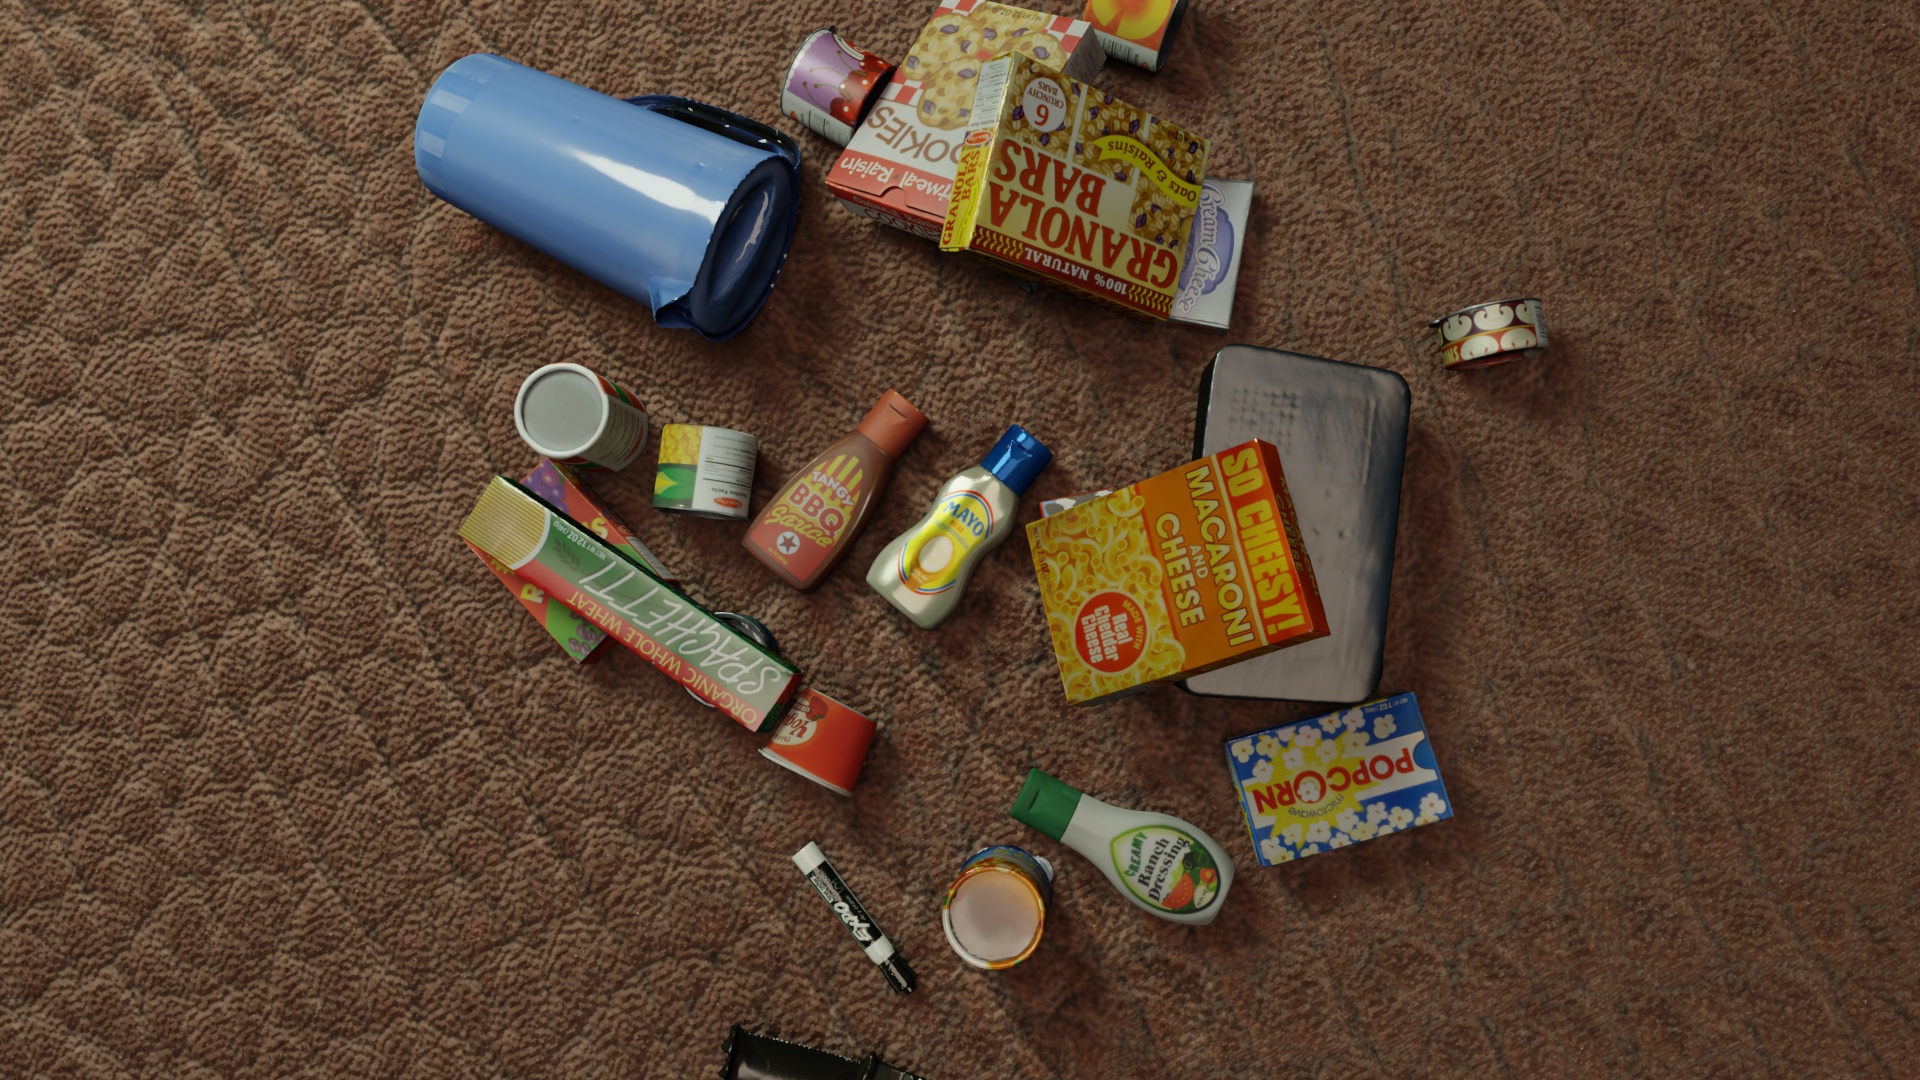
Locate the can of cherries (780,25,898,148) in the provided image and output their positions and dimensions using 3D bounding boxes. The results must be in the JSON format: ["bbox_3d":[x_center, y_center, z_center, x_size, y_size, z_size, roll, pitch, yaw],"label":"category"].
[{"bbox_3d":[-0.082,-0.315,0.967,0.058,0.071,0.071,30,89,7],"label":"can of cherries"}]

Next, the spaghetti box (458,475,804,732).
[{"bbox_3d":[-0.221,0.042,0.932,0.250,0.028,0.050,33,90,7],"label":"spaghetti box"}]

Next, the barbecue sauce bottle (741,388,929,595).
[{"bbox_3d":[-0.081,-0.037,0.956,0.065,0.043,0.148,39,90,8],"label":"barbecue sauce bottle"}]

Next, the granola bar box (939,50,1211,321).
[{"bbox_3d":[0.077,-0.222,0.892,0.166,0.039,0.124,13,91,-32],"label":"granola bar box"}]

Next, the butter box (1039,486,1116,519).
[{"bbox_3d":[0.089,0.019,0.944,0.053,0.024,0.103,-11,84,5],"label":"butter box"}]

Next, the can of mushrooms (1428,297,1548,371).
[{"bbox_3d":[0.346,-0.134,0.911,0.071,0.071,0.033,-10,86,5],"label":"can of mushrooms"}]

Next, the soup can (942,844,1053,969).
[{"bbox_3d":[0.027,0.235,0.903,0.071,0.083,0.071,0,85,6],"label":"soup can"}]

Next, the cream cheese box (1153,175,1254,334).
[{"bbox_3d":[0.166,-0.197,0.954,0.053,0.024,0.104,10,86,6],"label":"cream cheese box"}]

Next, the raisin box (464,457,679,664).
[{"bbox_3d":[-0.272,0.014,0.974,0.086,0.040,0.123,-45,84,2],"label":"raisin box"}]

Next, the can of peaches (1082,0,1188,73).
[{"bbox_3d":[0.121,-0.364,0.951,0.058,0.071,0.071,22,88,8],"label":"can of peaches"}]

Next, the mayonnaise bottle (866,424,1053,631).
[{"bbox_3d":[0.003,-0.012,0.947,0.065,0.041,0.148,39,91,9],"label":"mayonnaise bottle"}]

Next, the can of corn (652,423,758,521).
[{"bbox_3d":[-0.177,-0.046,0.957,0.071,0.071,0.058,6,86,6],"label":"can of corn"}]

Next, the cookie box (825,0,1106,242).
[{"bbox_3d":[0.002,-0.283,0.935,0.123,0.040,0.167,25,79,31],"label":"cookie box"}]

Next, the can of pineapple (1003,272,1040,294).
[{"bbox_3d":[0.048,-0.211,0.945,0.058,0.071,0.071,-44,83,1],"label":"can of pineapple"}]

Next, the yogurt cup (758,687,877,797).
[{"bbox_3d":[-0.092,0.134,0.934,0.072,0.072,0.054,26,81,7],"label":"yogurt cup"}]

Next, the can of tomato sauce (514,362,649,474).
[{"bbox_3d":[-0.262,-0.084,0.958,0.071,0.083,0.071,0,86,5],"label":"can of tomato sauce"}]

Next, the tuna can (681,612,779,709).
[{"bbox_3d":[-0.161,0.081,0.960,0.071,0.033,0.071,0,85,6],"label":"tuna can"}]

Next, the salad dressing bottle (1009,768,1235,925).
[{"bbox_3d":[0.106,0.200,0.918,0.148,0.044,0.064,26,86,7],"label":"salad dressing bottle"}]

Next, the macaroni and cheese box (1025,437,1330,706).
[{"bbox_3d":[0.132,0.023,0.865,0.166,0.040,0.124,-21,73,29],"label":"macaroni and cheese box"}]

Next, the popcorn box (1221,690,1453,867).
[{"bbox_3d":[0.245,0.155,0.911,0.127,0.038,0.085,-16,83,4],"label":"popcorn box"}]
